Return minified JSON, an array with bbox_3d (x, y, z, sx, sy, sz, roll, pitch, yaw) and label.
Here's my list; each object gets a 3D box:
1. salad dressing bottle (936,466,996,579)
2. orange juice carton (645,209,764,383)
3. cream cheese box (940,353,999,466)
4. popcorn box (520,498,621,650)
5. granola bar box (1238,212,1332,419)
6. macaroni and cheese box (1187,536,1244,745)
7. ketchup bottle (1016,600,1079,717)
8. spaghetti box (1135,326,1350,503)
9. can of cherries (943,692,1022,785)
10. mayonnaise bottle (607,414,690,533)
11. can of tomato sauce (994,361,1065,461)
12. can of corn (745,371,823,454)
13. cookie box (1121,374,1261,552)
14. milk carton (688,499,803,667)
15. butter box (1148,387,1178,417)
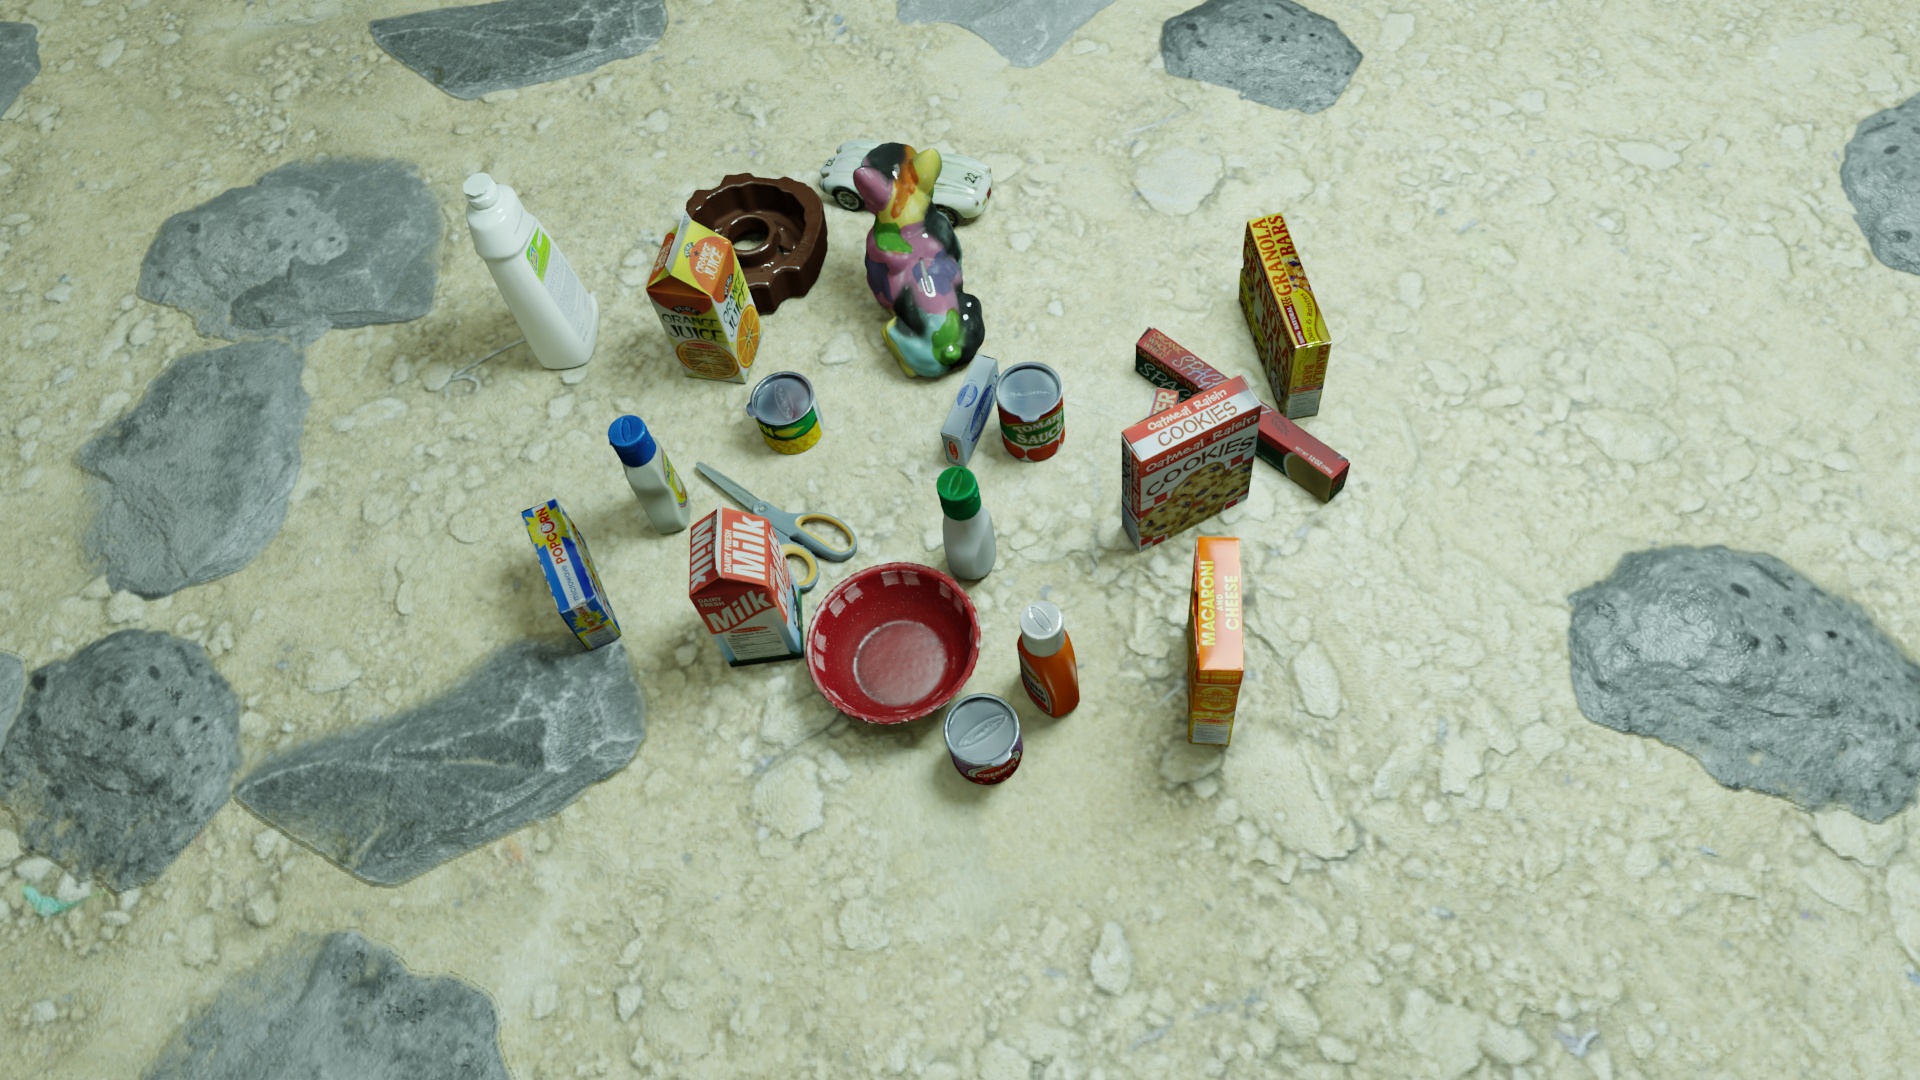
[{"bbox_3d":[0.005,-0.016,1.287,0.044,0.147,0.064,13,63,14],"label":"salad dressing bottle"},{"bbox_3d":[-0.265,-0.247,1.424,0.073,0.191,0.072,7,62,11],"label":"orange juice carton"},{"bbox_3d":[0.011,-0.132,1.406,0.024,0.053,0.104,16,64,15],"label":"cream cheese box"},{"bbox_3d":[-0.375,0.033,1.340,0.038,0.085,0.127,-26,61,-8],"label":"popcorn box"},{"bbox_3d":[0.319,-0.221,1.380,0.039,0.123,0.166,-12,60,0],"label":"granola bar box"},{"bbox_3d":[0.216,0.089,1.192,0.040,0.165,0.124,0,61,7],"label":"macaroni and cheese box"},{"bbox_3d":[0.075,0.100,1.213,0.043,0.148,0.065,-32,62,-11],"label":"ketchup bottle"},{"bbox_3d":[0.273,-0.126,1.374,0.250,0.050,0.029,39,72,24],"label":"spaghetti box"},{"bbox_3d":[0.022,0.178,1.226,0.071,0.058,0.072,-3,61,5],"label":"can of cherries"},{"bbox_3d":[-0.302,-0.067,1.352,0.041,0.147,0.065,-13,60,0],"label":"mayonnaise bottle"},{"bbox_3d":[0.071,-0.125,1.379,0.071,0.082,0.071,-3,61,5],"label":"can of tomato sauce"},{"bbox_3d":[-0.179,-0.129,1.425,0.071,0.058,0.071,-3,61,5],"label":"can of corn"},{"bbox_3d":[0.209,-0.069,1.282,0.123,0.166,0.040,-26,61,-8],"label":"cookie box"},{"bbox_3d":[-0.196,0.040,1.255,0.073,0.189,0.072,-7,60,3],"label":"milk carton"},{"bbox_3d":[0.192,-0.093,1.363,0.024,0.053,0.104,13,63,14],"label":"butter box"}]
